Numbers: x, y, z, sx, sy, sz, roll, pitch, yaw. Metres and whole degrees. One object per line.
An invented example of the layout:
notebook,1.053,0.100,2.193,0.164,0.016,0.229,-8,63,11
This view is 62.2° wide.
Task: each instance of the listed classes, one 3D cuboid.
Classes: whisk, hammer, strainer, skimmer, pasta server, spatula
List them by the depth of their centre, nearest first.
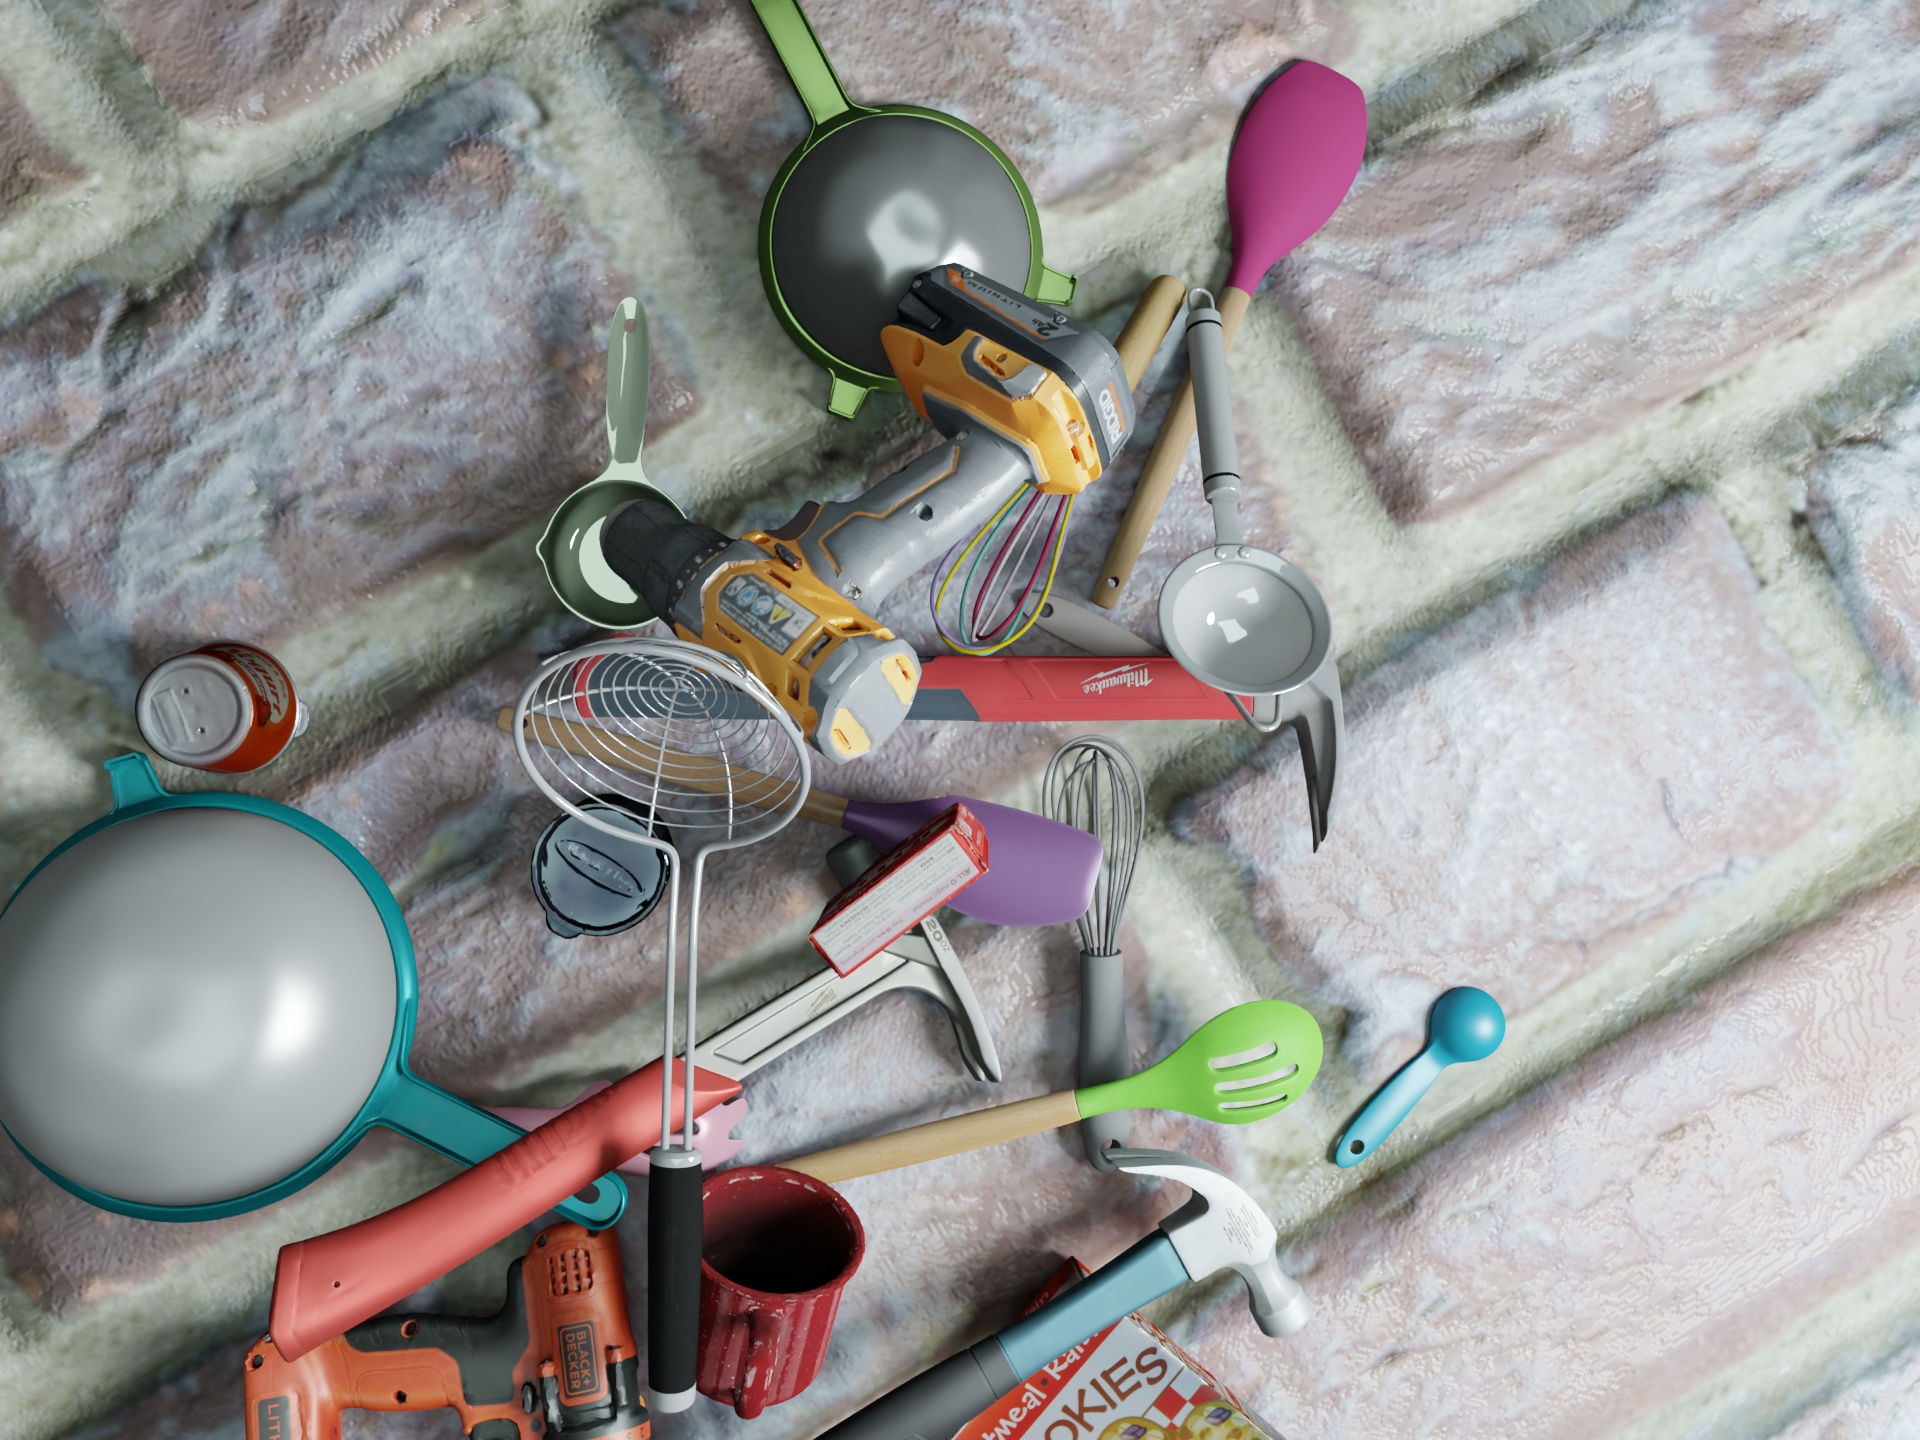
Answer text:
skimmer,-0.132,0.143,0.693,0.127,0.090,0.363,3,97,5
strainer,-0.317,0.164,0.751,0.340,0.095,0.211,26,81,0
hammer,-0.152,0.197,0.766,0.359,0.037,0.149,-29,92,-25
hammer,0.012,0.330,0.799,0.331,0.033,0.128,-28,96,-10
strainer,0.134,-0.108,0.802,0.087,0.050,0.259,0,70,-7
strainer,-0.052,-0.293,0.804,0.151,0.069,0.256,-29,96,-5
hammer,-0.001,-0.003,0.807,0.386,0.038,0.143,0,65,-1
spatula,-0.084,0.043,0.810,0.316,0.018,0.060,16,85,1
whisk,0.059,-0.132,0.812,0.051,0.047,0.245,44,67,-34
pasta server,-0.270,0.202,0.816,0.316,0.040,0.060,5,91,-3
whisk,0.072,0.125,0.844,0.055,0.055,0.239,-3,96,-7

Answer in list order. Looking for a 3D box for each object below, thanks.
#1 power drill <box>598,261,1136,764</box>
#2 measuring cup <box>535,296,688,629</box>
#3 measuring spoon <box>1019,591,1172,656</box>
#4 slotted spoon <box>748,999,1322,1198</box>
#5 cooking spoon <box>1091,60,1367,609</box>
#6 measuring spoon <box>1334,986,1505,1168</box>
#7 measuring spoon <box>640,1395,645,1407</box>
power drill,-0.050,-0.109,0.752,0.185,0.084,0.226,34,77,30
measuring cup,-0.170,-0.129,0.812,0.083,0.038,0.167,2,89,-7
measuring spoon,0.088,-0.039,0.854,0.124,0.018,0.034,25,89,-6
slotted spoon,0.037,0.208,0.827,0.314,0.031,0.070,-15,110,5
cooking spoon,0.139,-0.207,0.856,0.068,0.017,0.319,24,88,-6
measuring spoon,0.255,0.201,0.879,0.042,0.021,0.128,45,85,-6
measuring spoon,-0.187,0.411,0.840,0.021,0.011,0.117,15,87,-23
